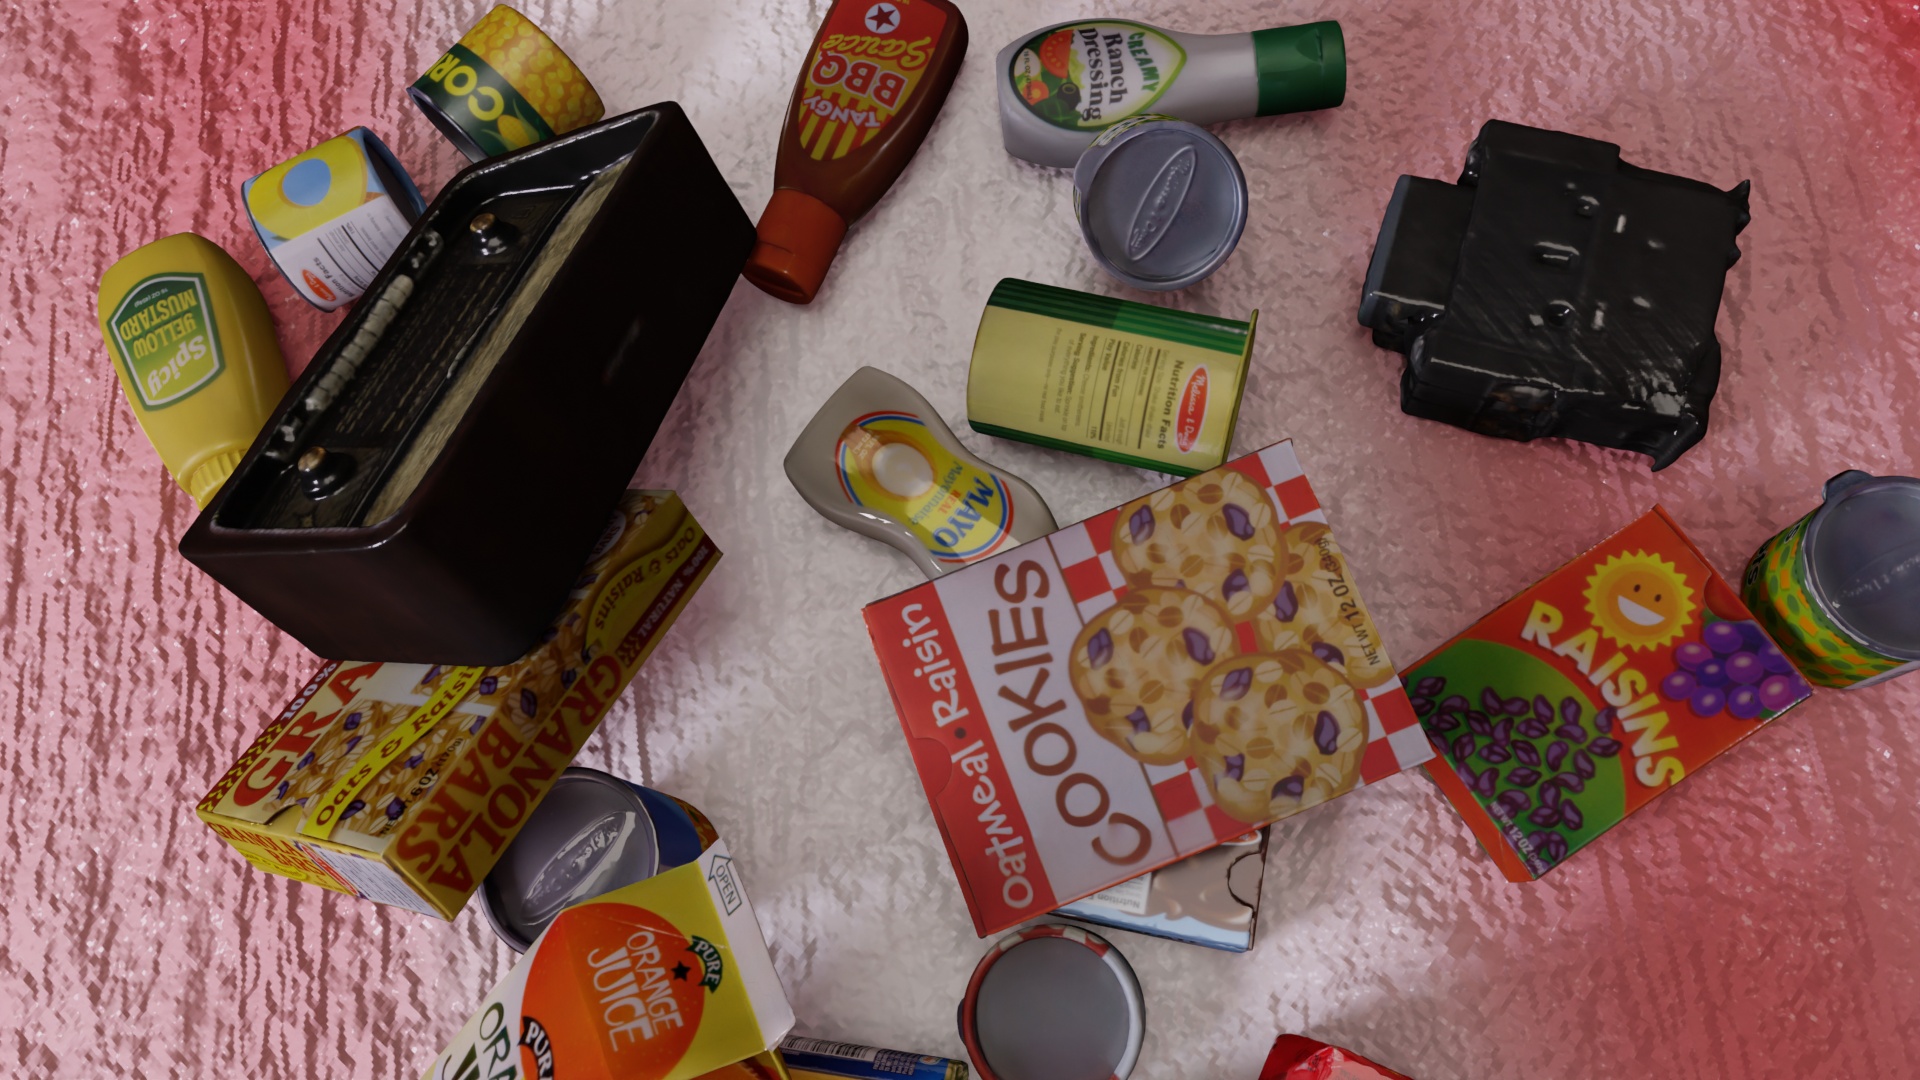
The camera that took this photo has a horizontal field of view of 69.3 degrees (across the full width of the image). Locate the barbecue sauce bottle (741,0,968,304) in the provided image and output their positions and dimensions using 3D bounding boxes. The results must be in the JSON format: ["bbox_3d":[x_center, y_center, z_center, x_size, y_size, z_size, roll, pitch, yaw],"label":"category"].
[{"bbox_3d":[-0.052,-0.177,0.619,0.065,0.043,0.149,21,77,11],"label":"barbecue sauce bottle"}]

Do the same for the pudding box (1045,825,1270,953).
[{"bbox_3d":[0.070,0.122,0.519,0.084,0.030,0.050,8,74,10],"label":"pudding box"}]

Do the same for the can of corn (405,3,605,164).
[{"bbox_3d":[-0.207,-0.201,0.632,0.071,0.071,0.058,40,81,16],"label":"can of corn"}]

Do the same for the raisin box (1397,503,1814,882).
[{"bbox_3d":[0.230,0.056,0.514,0.123,0.040,0.086,-32,71,-4],"label":"raisin box"}]

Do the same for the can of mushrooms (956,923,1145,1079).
[{"bbox_3d":[0.032,0.174,0.507,0.071,0.033,0.071,-2,74,6],"label":"can of mushrooms"}]

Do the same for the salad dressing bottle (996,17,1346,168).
[{"bbox_3d":[0.091,-0.199,0.607,0.148,0.044,0.064,-5,76,6],"label":"salad dressing bottle"}]

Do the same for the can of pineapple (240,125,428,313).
[{"bbox_3d":[-0.278,-0.146,0.627,0.058,0.071,0.071,-27,72,-1],"label":"can of pineapple"}]

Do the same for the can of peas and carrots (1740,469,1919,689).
[{"bbox_3d":[0.327,0.015,0.503,0.071,0.058,0.071,-2,73,7],"label":"can of peas and carrots"}]

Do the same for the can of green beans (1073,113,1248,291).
[{"bbox_3d":[0.080,-0.140,0.569,0.071,0.058,0.071,0,110,1],"label":"can of green beans"}]

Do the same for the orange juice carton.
[{"bbox_3d":[-0.122,0.187,0.455,0.192,0.073,0.072,-49,47,17],"label":"orange juice carton"}]

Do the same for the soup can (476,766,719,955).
[{"bbox_3d":[-0.132,0.121,0.518,0.071,0.083,0.071,-2,73,7],"label":"soup can"}]

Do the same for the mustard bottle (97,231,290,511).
[{"bbox_3d":[-0.330,-0.061,0.617,0.065,0.048,0.160,-29,72,0],"label":"mustard bottle"}]

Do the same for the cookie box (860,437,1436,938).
[{"bbox_3d":[0.063,0.052,0.498,0.167,0.040,0.123,-21,77,-1],"label":"cookie box"}]

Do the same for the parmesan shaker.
[{"bbox_3d":[0.061,-0.068,0.558,0.103,0.071,0.071,13,76,12],"label":"parmesan shaker"}]

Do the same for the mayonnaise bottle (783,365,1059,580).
[{"bbox_3d":[0.002,-0.007,0.561,0.148,0.041,0.065,36,81,15],"label":"mayonnaise bottle"}]

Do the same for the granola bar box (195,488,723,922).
[{"bbox_3d":[-0.182,0.050,0.511,0.124,0.039,0.166,0,44,37],"label":"granola bar box"}]
